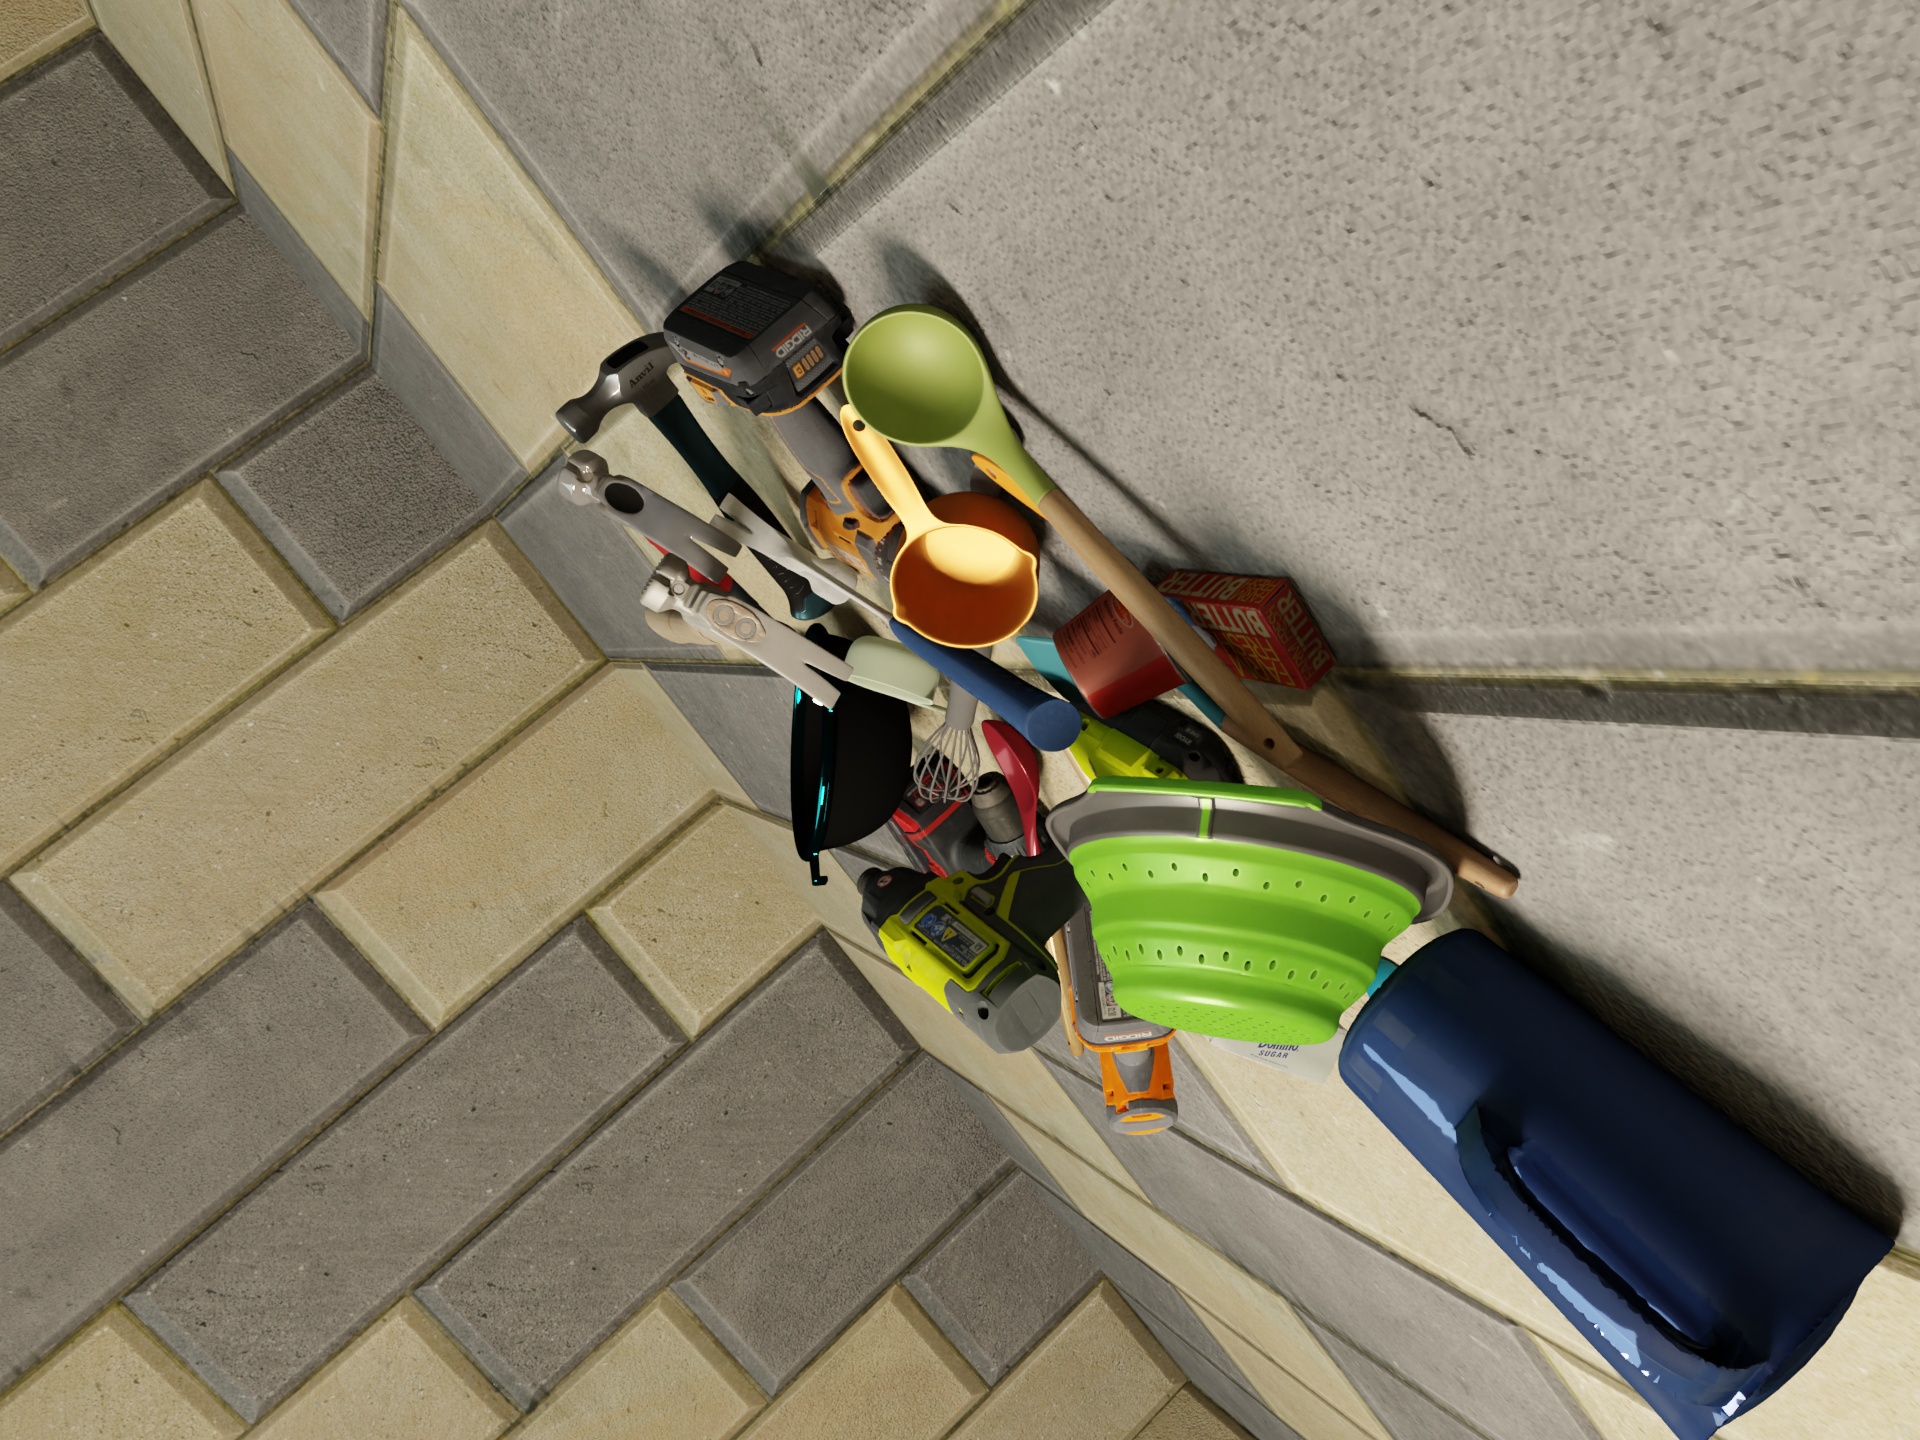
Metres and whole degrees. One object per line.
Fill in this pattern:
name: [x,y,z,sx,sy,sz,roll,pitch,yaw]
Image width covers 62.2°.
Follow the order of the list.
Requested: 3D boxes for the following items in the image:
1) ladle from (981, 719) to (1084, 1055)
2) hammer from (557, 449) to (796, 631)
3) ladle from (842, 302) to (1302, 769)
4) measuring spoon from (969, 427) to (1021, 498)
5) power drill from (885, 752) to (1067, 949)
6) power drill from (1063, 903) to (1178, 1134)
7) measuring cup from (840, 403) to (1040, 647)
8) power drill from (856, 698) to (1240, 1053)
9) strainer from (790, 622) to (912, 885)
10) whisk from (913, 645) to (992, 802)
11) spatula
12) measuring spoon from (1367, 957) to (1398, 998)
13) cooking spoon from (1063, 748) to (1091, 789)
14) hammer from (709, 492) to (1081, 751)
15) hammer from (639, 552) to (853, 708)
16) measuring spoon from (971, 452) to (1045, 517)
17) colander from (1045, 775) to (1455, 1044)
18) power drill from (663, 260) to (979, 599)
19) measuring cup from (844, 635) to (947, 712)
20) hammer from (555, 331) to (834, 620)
ladle: [0.067,0.140,1.293,0.069,0.031,0.315,-144,38,-63]
hammer: [-0.182,-0.102,1.265,0.143,0.038,0.386,31,175,16]
ladle: [0.055,-0.093,0.808,0.320,0.062,0.078,49,126,17]
measuring spoon: [0.019,-0.148,0.923,0.034,0.018,0.124,35,171,3]
power drill: [0.018,0.100,1.416,0.227,0.080,0.187,23,150,54]
power drill: [0.136,0.230,1.320,0.226,0.084,0.164,74,-171,-55]
measuring cup: [-0.017,-0.123,0.925,0.173,0.095,0.052,55,-154,-29]
power drill: [0.050,0.081,0.980,0.171,0.223,0.080,33,158,47]
strainer: [-0.104,-0.005,1.471,0.341,0.095,0.211,-113,28,-64]
whisk: [-0.002,-0.005,1.219,0.055,0.055,0.238,44,151,20]
spatula: [0.160,0.021,0.869,0.318,0.044,0.082,34,172,40]
measuring spoon: [0.284,0.179,0.941,0.129,0.021,0.042,28,154,57]
cooking spoon: [0.149,0.125,1.175,0.318,0.017,0.069,57,-164,-15]
hammer: [-0.050,-0.071,1.116,0.144,0.035,0.406,29,-176,-38]
hammer: [-0.188,-0.068,1.221,0.146,0.038,0.411,31,175,-15]
measuring spoon: [0.051,-0.111,0.887,0.117,0.011,0.021,38,168,4]
colander: [0.165,0.134,0.866,0.204,0.094,0.396,4,162,23]
power drill: [-0.073,-0.169,1.009,0.186,0.084,0.226,33,163,47]
measuring cup: [-0.034,-0.033,1.279,0.083,0.038,0.167,15,176,26]
hammer: [-0.183,-0.179,1.261,0.033,0.128,0.330,39,171,36]
